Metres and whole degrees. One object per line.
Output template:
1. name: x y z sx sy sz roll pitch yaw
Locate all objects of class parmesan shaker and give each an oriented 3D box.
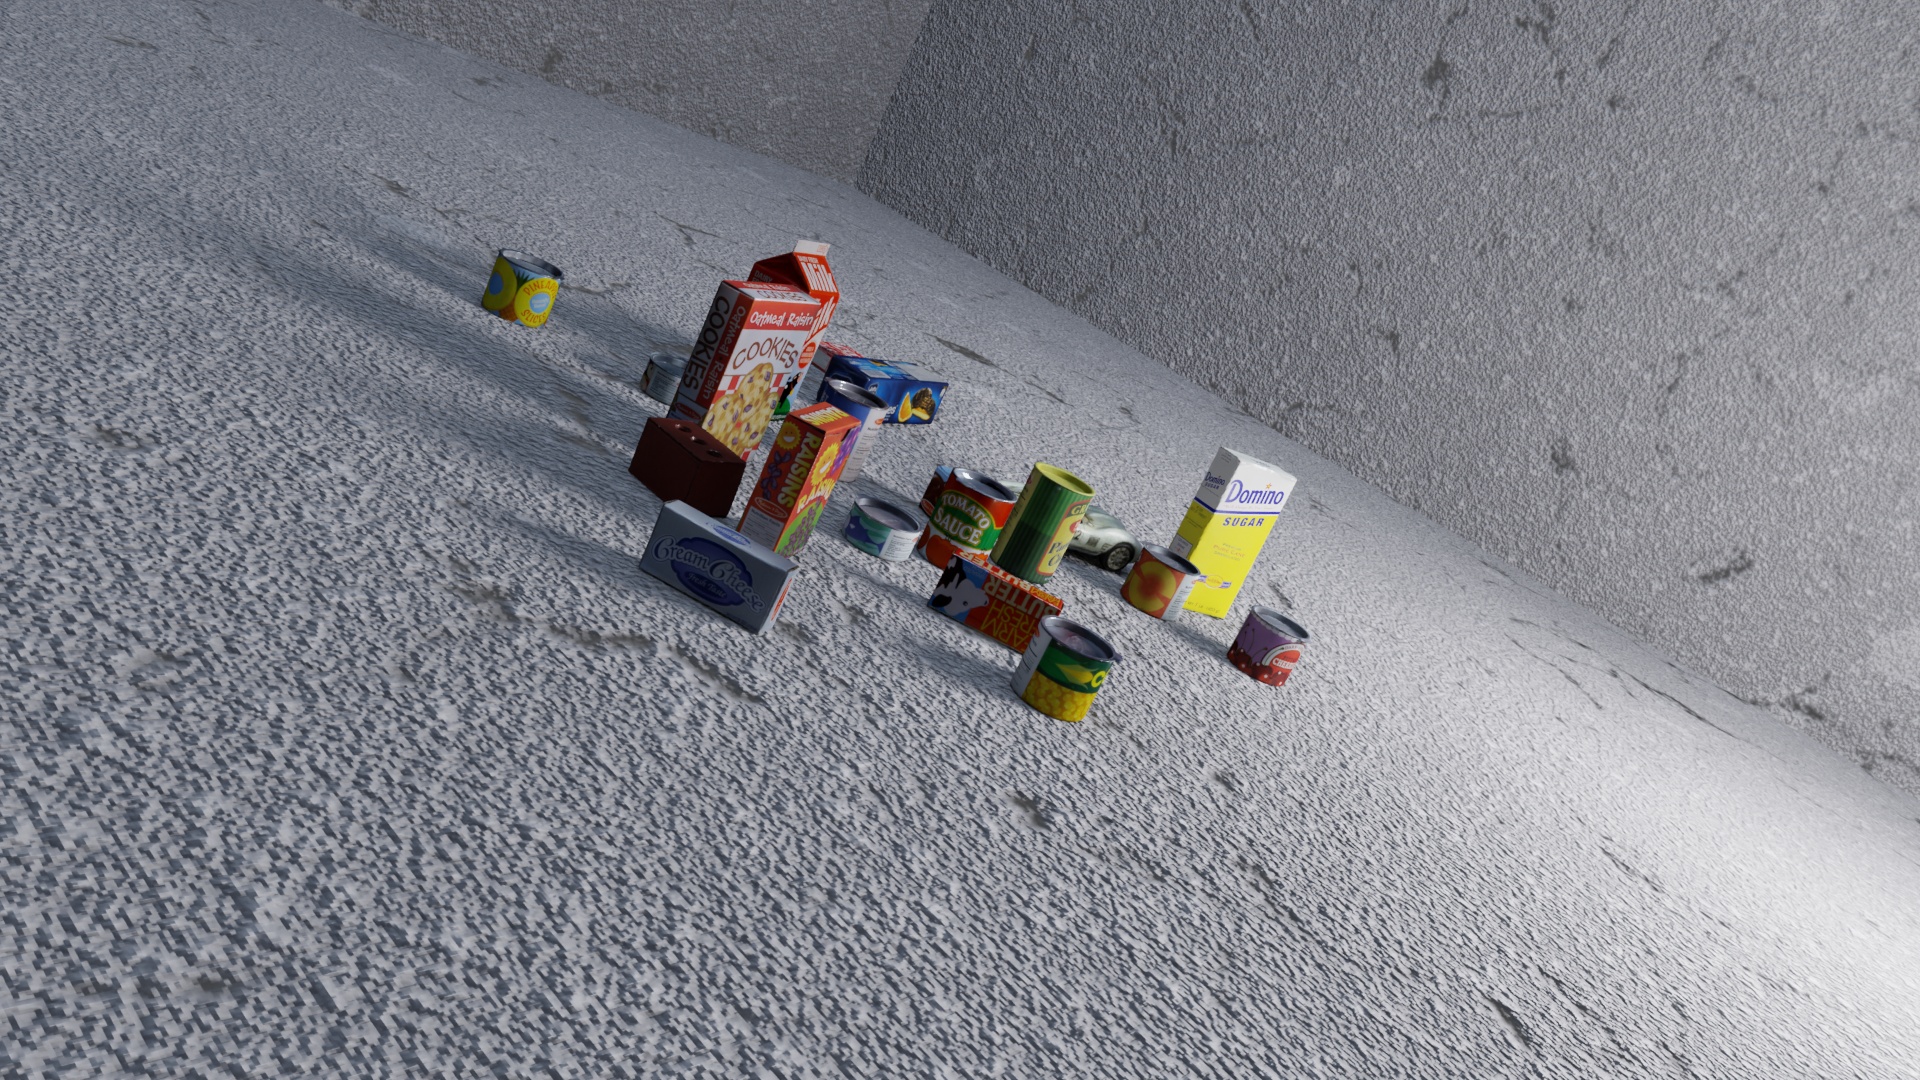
1. parmesan shaker: 0.081 -0.017 1.365 0.071 0.102 0.071 24 16 -7

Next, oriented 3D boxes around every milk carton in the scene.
1. milk carton: -0.189 -0.222 1.440 0.073 0.190 0.072 30 17 15

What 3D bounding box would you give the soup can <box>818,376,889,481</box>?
1. soup can: -0.120 -0.111 1.390 0.071 0.083 0.071 24 16 -7

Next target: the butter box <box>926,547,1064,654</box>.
1. butter box: 0.030 0.053 1.165 0.103 0.053 0.024 27 16 3

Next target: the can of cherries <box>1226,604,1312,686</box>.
1. can of cherries: 0.313 0.108 1.407 0.071 0.058 0.072 24 16 -7

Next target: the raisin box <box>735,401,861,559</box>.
1. raisin box: -0.130 -0.044 1.102 0.040 0.123 0.086 28 16 9

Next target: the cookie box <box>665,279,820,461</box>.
1. cookie box: -0.199 -0.148 1.239 0.040 0.167 0.123 30 17 15

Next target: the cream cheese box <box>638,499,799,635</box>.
1. cream cheese box: -0.170 0.018 0.975 0.104 0.053 0.024 28 16 8

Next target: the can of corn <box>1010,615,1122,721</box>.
1. can of corn: 0.082 0.101 1.087 0.071 0.058 0.071 24 16 -7

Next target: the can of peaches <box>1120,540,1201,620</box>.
1. can of peaches: 0.206 0.042 1.450 0.071 0.058 0.071 24 16 -7

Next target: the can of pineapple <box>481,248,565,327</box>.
1. can of pineapple: -0.439 -0.253 1.396 0.071 0.057 0.071 24 16 -7

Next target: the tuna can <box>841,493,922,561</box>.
1. tuna can: -0.073 -0.012 1.246 0.071 0.032 0.071 24 17 -7

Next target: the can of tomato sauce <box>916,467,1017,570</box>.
1. can of tomato sauce: 0.005 -0.016 1.286 0.071 0.083 0.071 24 16 -7

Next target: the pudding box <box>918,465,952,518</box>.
1. pudding box: -0.004 -0.035 1.388 0.030 0.049 0.084 14 20 -36

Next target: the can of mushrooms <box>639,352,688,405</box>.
1. can of mushrooms: -0.282 -0.158 1.381 0.071 0.033 0.071 24 16 -7
